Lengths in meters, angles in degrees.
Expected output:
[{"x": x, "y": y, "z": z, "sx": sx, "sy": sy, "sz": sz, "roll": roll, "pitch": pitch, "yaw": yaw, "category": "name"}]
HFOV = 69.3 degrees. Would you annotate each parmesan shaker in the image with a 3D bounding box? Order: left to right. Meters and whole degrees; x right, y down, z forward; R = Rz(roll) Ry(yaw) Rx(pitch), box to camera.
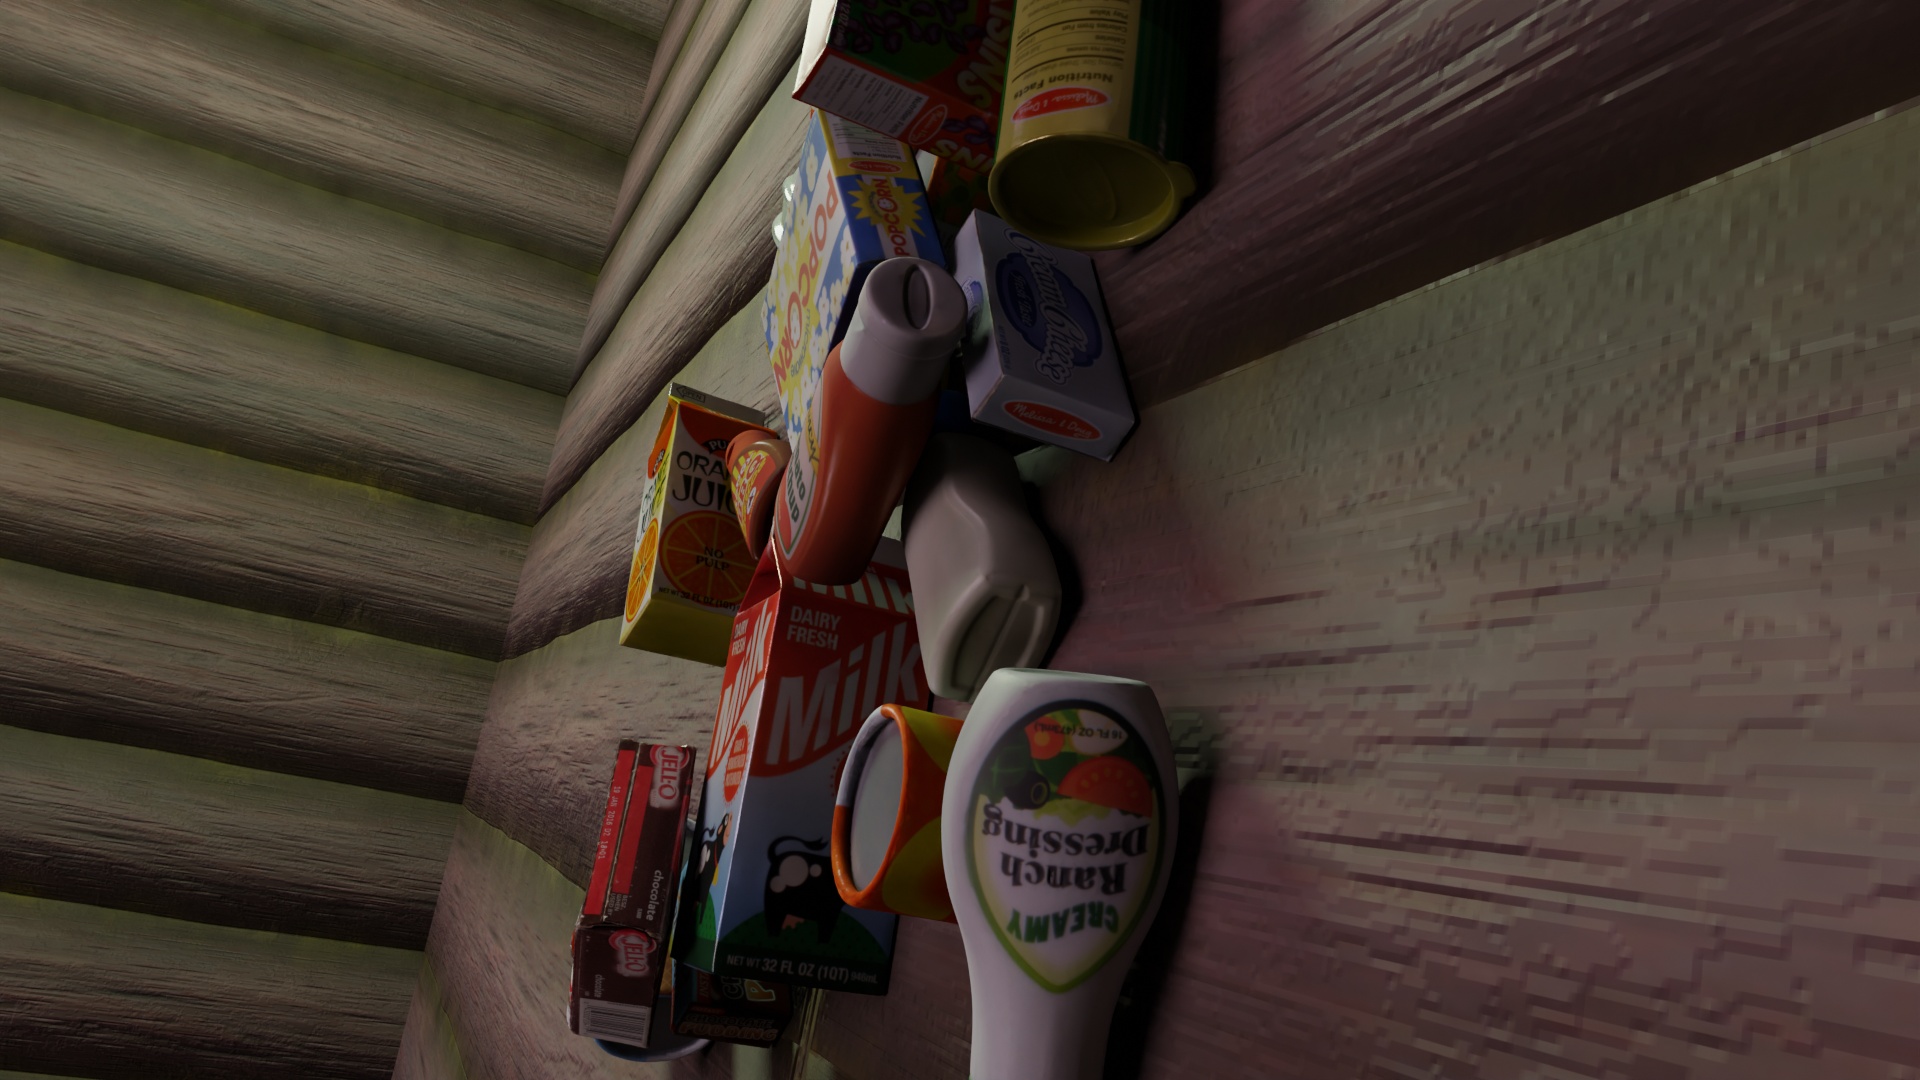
[{"x": 0.051, "y": -0.164, "z": 0.490, "sx": 0.071, "sy": 0.071, "sz": 0.103, "roll": -35, "pitch": 44, "yaw": 59, "category": "parmesan shaker"}]

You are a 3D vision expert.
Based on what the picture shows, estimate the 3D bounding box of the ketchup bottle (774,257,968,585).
[{"x": -0.035, "y": -0.044, "z": 0.520, "sx": 0.148, "sy": 0.043, "sz": 0.065, "roll": 120, "pitch": 152, "yaw": -54, "category": "ketchup bottle"}]

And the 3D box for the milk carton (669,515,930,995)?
[{"x": -0.062, "y": 0.085, "z": 0.582, "sx": 0.073, "sy": 0.072, "sz": 0.191, "roll": 154, "pitch": 129, "yaw": -63, "category": "milk carton"}]

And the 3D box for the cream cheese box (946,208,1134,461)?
[{"x": 0.027, "y": -0.075, "z": 0.499, "sx": 0.024, "sy": 0.053, "sz": 0.104, "roll": -55, "pitch": 28, "yaw": 36, "category": "cream cheese box"}]

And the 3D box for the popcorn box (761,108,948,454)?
[{"x": -0.047, "y": -0.102, "z": 0.574, "sx": 0.126, "sy": 0.038, "sz": 0.085, "roll": 117, "pitch": 142, "yaw": -52, "category": "popcorn box"}]

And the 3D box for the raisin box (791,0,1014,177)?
[{"x": 0.004, "y": -0.191, "z": 0.540, "sx": 0.040, "sy": 0.123, "sz": 0.086, "roll": -31, "pitch": 48, "yaw": 59, "category": "raisin box"}]

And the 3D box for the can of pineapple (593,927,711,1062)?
[{"x": -0.160, "y": 0.230, "z": 0.729, "sx": 0.070, "sy": 0.071, "sz": 0.058, "roll": -60, "pitch": 26, "yaw": 32, "category": "can of pineapple"}]

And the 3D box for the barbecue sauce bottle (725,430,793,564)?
[{"x": -0.112, "y": -0.032, "z": 0.827, "sx": 0.149, "sy": 0.044, "sz": 0.064, "roll": -134, "pitch": 61, "yaw": -66, "category": "barbecue sauce bottle"}]

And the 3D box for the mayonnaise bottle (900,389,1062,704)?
[{"x": 0.002, "y": -0.007, "z": 0.533, "sx": 0.149, "sy": 0.041, "sz": 0.064, "roll": -103, "pitch": 31, "yaw": -53, "category": "mayonnaise bottle"}]

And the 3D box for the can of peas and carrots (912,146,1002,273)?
[{"x": 0.004, "y": -0.145, "z": 0.596, "sx": 0.070, "sy": 0.059, "sz": 0.071, "roll": -48, "pitch": 34, "yaw": 48, "category": "can of peas and carrots"}]

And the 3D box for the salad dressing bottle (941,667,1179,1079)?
[{"x": 0.024, "y": 0.110, "z": 0.376, "sx": 0.044, "sy": 0.064, "sz": 0.147, "roll": 137, "pitch": 138, "yaw": -85, "category": "salad dressing bottle"}]

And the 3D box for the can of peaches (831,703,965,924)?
[{"x": -0.004, "y": 0.092, "z": 0.454, "sx": 0.071, "sy": 0.058, "sz": 0.071, "roll": -50, "pitch": 31, "yaw": 47, "category": "can of peaches"}]

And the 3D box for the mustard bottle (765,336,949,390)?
[{"x": -0.063, "y": -0.092, "z": 0.702, "sx": 0.160, "sy": 0.049, "sz": 0.065, "roll": 29, "pitch": 105, "yaw": 55, "category": "mustard bottle"}]

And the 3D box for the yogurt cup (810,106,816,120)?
[{"x": -0.058, "y": -0.271, "z": 0.832, "sx": 0.073, "sy": 0.072, "sz": 0.053, "roll": -105, "pitch": 28, "yaw": -52, "category": "yogurt cup"}]

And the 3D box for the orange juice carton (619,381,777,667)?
[{"x": -0.170, "y": -0.020, "z": 0.923, "sx": 0.072, "sy": 0.072, "sz": 0.193, "roll": -47, "pitch": 34, "yaw": 49, "category": "orange juice carton"}]

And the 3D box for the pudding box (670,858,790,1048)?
[{"x": -0.110, "y": 0.193, "z": 0.657, "sx": 0.030, "sy": 0.050, "sz": 0.084, "roll": -60, "pitch": 26, "yaw": 30, "category": "pudding box"}]

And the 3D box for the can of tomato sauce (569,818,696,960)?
[{"x": -0.179, "y": 0.206, "z": 0.796, "sx": 0.082, "sy": 0.071, "sz": 0.071, "roll": -64, "pitch": 24, "yaw": 23, "category": "can of tomato sauce"}]
